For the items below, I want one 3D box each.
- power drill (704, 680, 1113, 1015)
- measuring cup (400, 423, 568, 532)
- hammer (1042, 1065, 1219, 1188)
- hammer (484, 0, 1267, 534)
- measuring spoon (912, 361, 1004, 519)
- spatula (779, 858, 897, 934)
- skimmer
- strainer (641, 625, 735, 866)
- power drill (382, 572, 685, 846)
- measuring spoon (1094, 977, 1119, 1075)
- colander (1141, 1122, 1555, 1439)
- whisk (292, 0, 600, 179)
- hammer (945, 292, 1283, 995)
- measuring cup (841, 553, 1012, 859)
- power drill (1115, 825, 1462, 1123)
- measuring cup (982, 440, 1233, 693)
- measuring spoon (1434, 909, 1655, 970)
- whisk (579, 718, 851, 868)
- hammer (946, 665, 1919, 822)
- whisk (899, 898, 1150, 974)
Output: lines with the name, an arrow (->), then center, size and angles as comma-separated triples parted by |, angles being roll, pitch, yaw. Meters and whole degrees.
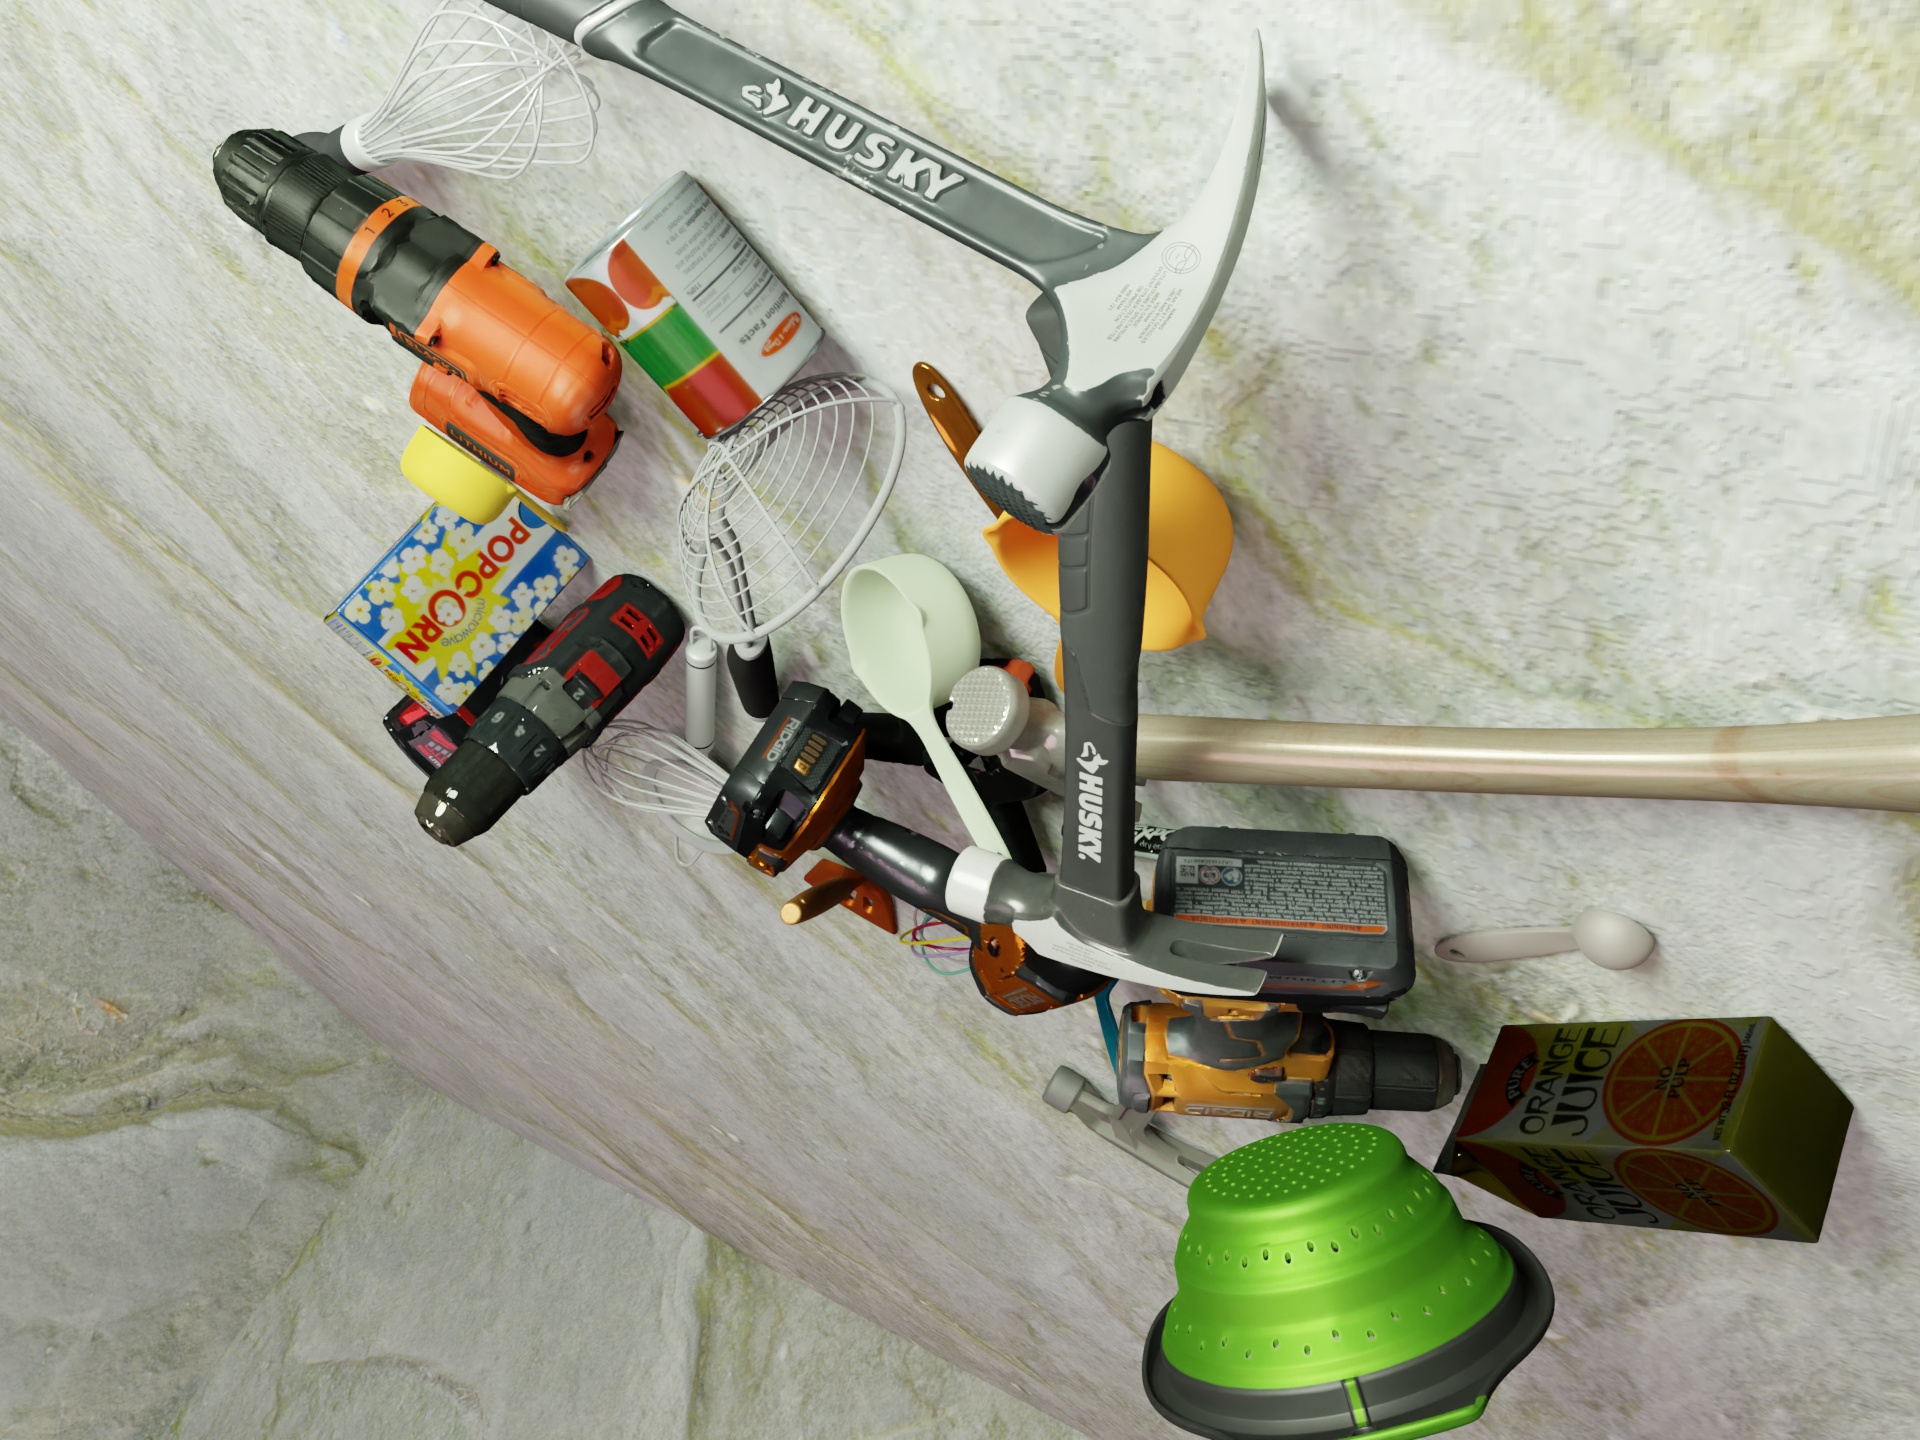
power drill -> -0.015, 0.075, 0.838 | 0.226, 0.084, 0.164 | 33, 159, -5
measuring cup -> -0.249, -0.115, 0.853 | 0.062, 0.029, 0.156 | 35, 177, 11
hammer -> 0.147, 0.234, 1.055 | 0.149, 0.037, 0.358 | 28, 153, 9
hammer -> -0.091, -0.218, 0.504 | 0.409, 0.149, 0.036 | 34, 175, 19
measuring spoon -> 0.013, -0.106, 0.674 | 0.021, 0.011, 0.116 | 0, 135, 46
spatula -> -0.085, 0.118, 1.024 | 0.081, 0.041, 0.322 | 31, -179, 5
skimmer -> -0.080, -0.051, 0.784 | 0.090, 0.127, 0.363 | 20, 163, 2
strainer -> -0.167, 0.016, 1.032 | 0.087, 0.050, 0.258 | 28, 147, 9
power drill -> -0.277, 0.000, 0.968 | 0.080, 0.188, 0.227 | 49, 153, -21
measuring spoon -> 0.099, 0.182, 0.997 | 0.042, 0.021, 0.128 | 28, 138, 59
colander -> 0.188, 0.257, 0.865 | 0.397, 0.204, 0.094 | -17, -90, -81
whisk -> -0.230, -0.244, 0.658 | 0.285, 0.070, 0.070 | 9, 144, 48
hammer -> 0.057, -0.015, 0.591 | 0.146, 0.035, 0.334 | 18, 138, 20
measuring cup -> -0.001, -0.002, 0.752 | 0.167, 0.038, 0.083 | 63, 150, 5
power drill -> 0.175, 0.144, 0.807 | 0.185, 0.084, 0.226 | 3, 145, 5
measuring cup -> 0.062, -0.058, 0.658 | 0.095, 0.052, 0.173 | 26, 162, 9
measuring spoon -> 0.266, 0.109, 0.741 | 0.034, 0.018, 0.124 | 41, 153, -15
whisk -> -0.123, 0.059, 1.001 | 0.246, 0.058, 0.059 | 23, 139, -15
hammer -> 0.195, 0.017, 0.624 | 0.411, 0.038, 0.146 | 1, 163, 39
whisk -> 0.047, 0.127, 0.971 | 0.047, 0.051, 0.245 | 17, 161, -39
